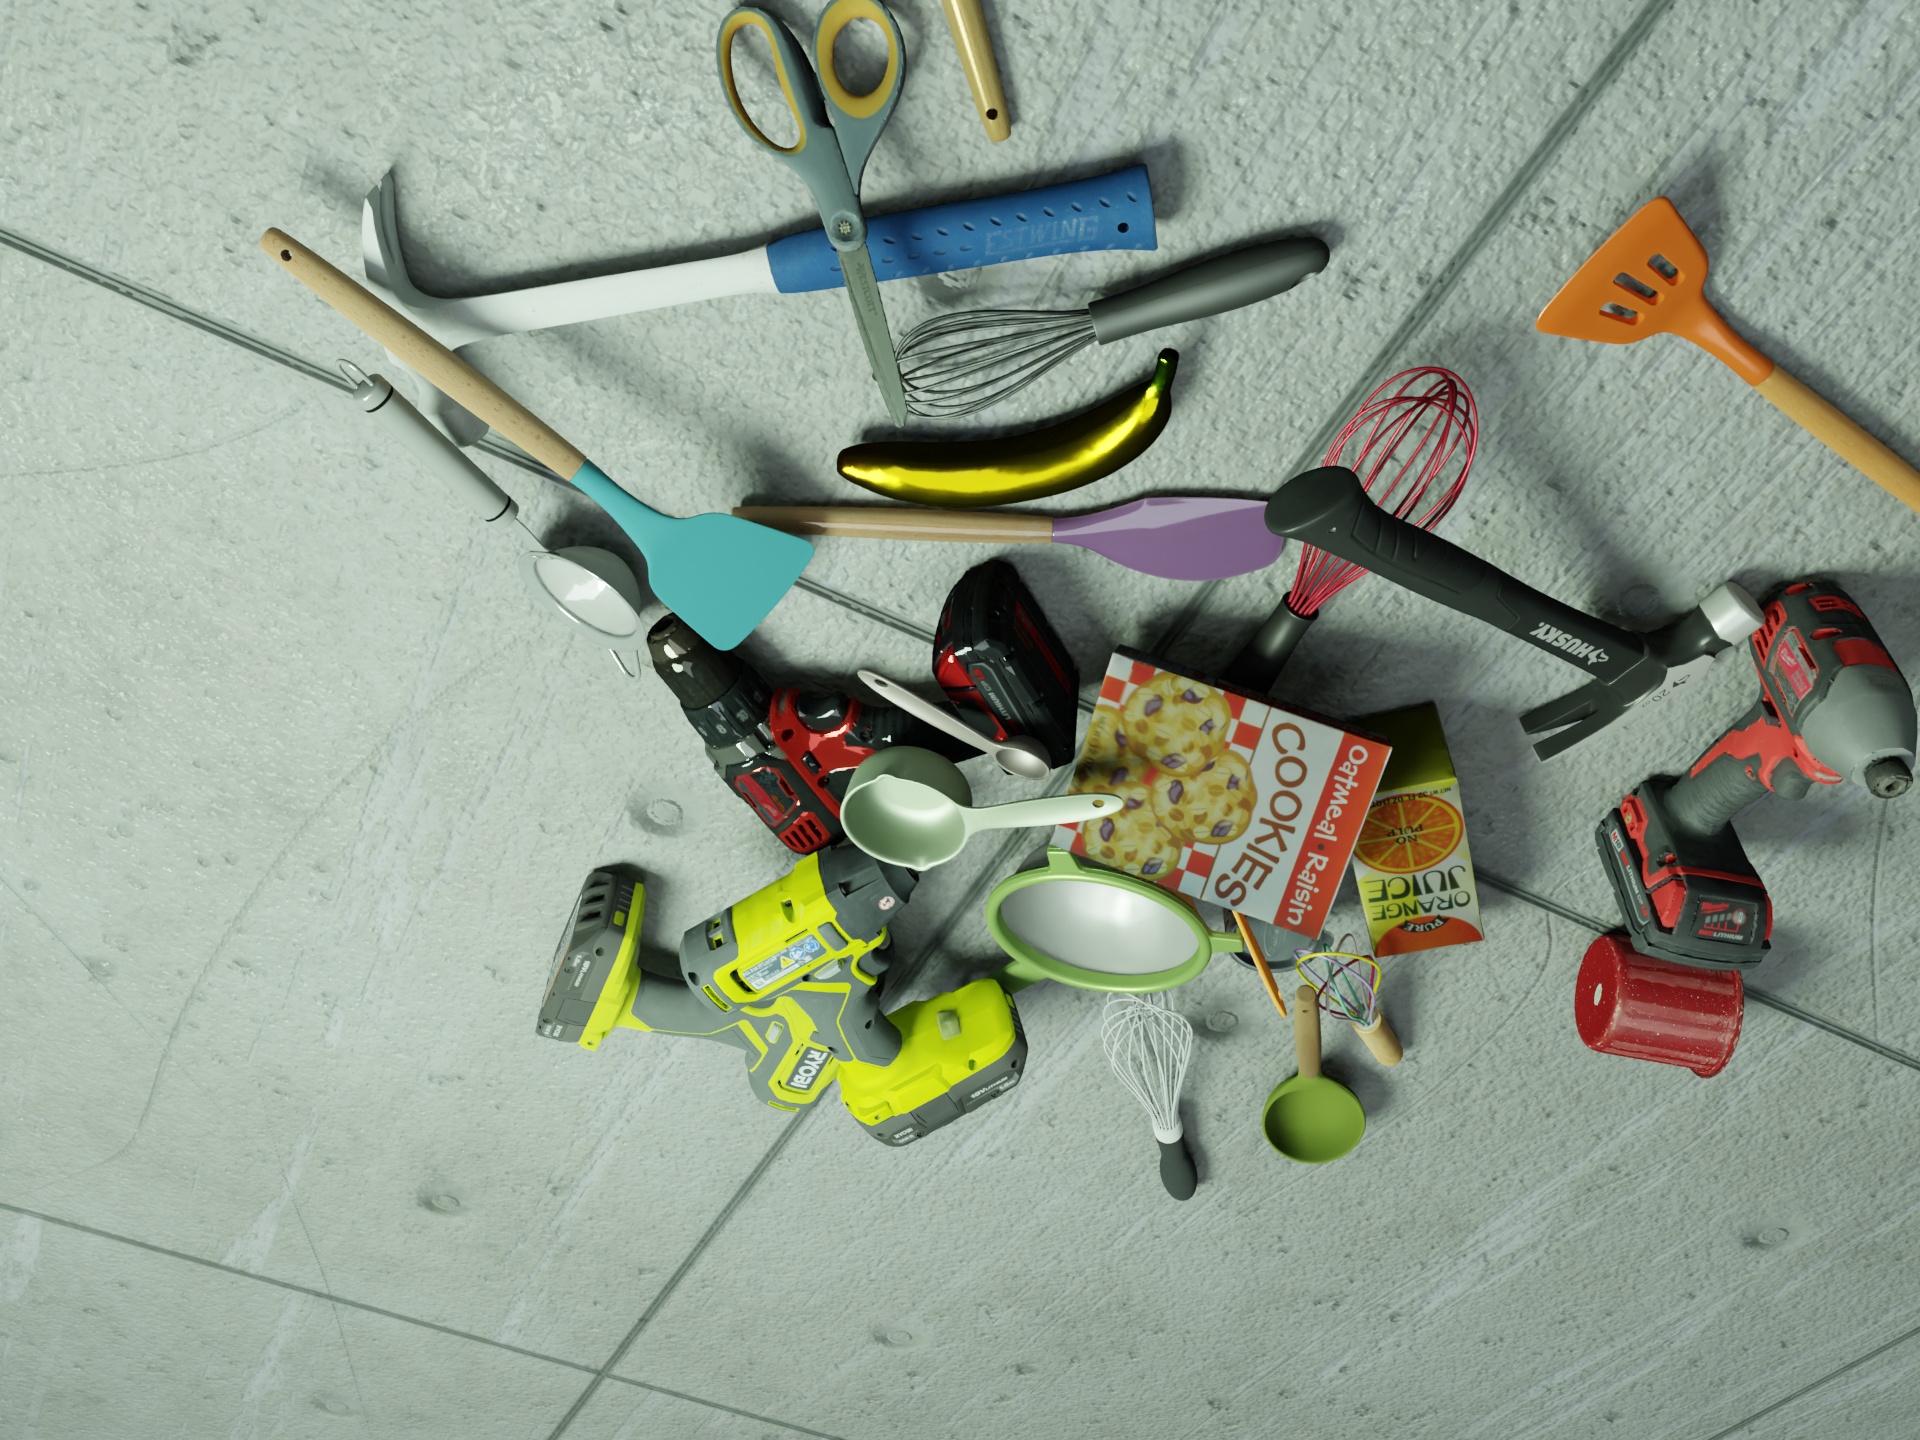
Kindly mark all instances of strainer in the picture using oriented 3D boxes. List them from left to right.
[{"bbox_3d":[-0.248,-0.112,0.882,0.087,0.050,0.258,8,153,37],"label":"strainer"},{"bbox_3d":[0.071,0.139,1.100,0.151,0.069,0.256,28,144,-16],"label":"strainer"}]

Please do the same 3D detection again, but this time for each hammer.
[{"bbox_3d":[-0.106,-0.231,0.802,0.405,0.035,0.143,-7,130,9],"label":"hammer"},{"bbox_3d":[0.287,-0.062,0.860,0.334,0.035,0.146,17,133,-34],"label":"hammer"}]

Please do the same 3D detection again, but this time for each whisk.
[{"bbox_3d":[0.069,-0.204,0.809,0.239,0.055,0.055,-15,128,10],"label":"whisk"},{"bbox_3d":[0.155,0.295,1.227,0.070,0.070,0.284,-7,135,10],"label":"whisk"},{"bbox_3d":[0.202,-0.079,0.900,0.073,0.073,0.295,17,135,-11],"label":"whisk"},{"bbox_3d":[0.280,0.201,1.098,0.047,0.051,0.244,-31,145,8],"label":"whisk"}]

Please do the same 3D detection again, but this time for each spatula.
[{"bbox_3d":[-0.222,-0.149,0.836,0.317,0.044,0.082,38,106,-18],"label":"spatula"},{"bbox_3d":[0.027,-0.108,0.910,0.316,0.018,0.059,3,133,0],"label":"spatula"},{"bbox_3d":[0.433,-0.163,0.823,0.322,0.041,0.081,27,126,-20],"label":"spatula"}]

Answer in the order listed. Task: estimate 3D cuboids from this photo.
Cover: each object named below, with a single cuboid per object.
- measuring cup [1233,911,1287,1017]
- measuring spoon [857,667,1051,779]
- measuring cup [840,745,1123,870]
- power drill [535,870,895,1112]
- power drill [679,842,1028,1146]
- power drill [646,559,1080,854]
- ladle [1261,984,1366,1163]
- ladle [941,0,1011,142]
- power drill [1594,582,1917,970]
[{"bbox_3d":[0.192,0.100,1.001,0.052,0.095,0.173,-22,91,17],"label":"measuring cup"},{"bbox_3d":[-0.001,-0.003,0.903,0.124,0.018,0.034,29,154,-8],"label":"measuring spoon"},{"bbox_3d":[0.013,0.044,0.925,0.167,0.038,0.083,-6,132,15],"label":"measuring cup"},{"bbox_3d":[-0.171,0.188,1.140,0.228,0.080,0.190,18,129,-15],"label":"power drill"},{"bbox_3d":[-0.054,0.176,1.051,0.171,0.080,0.223,-30,128,8],"label":"power drill"},{"bbox_3d":[-0.060,-0.017,0.959,0.226,0.080,0.187,-19,126,23],"label":"power drill"},{"bbox_3d":[0.244,0.248,1.108,0.078,0.062,0.319,-6,153,10],"label":"ladle"},{"bbox_3d":[-0.028,-0.393,0.667,0.069,0.031,0.315,-12,130,13],"label":"ladle"},{"bbox_3d":[0.470,0.042,0.931,0.078,0.143,0.219,9,133,-8],"label":"power drill"}]
